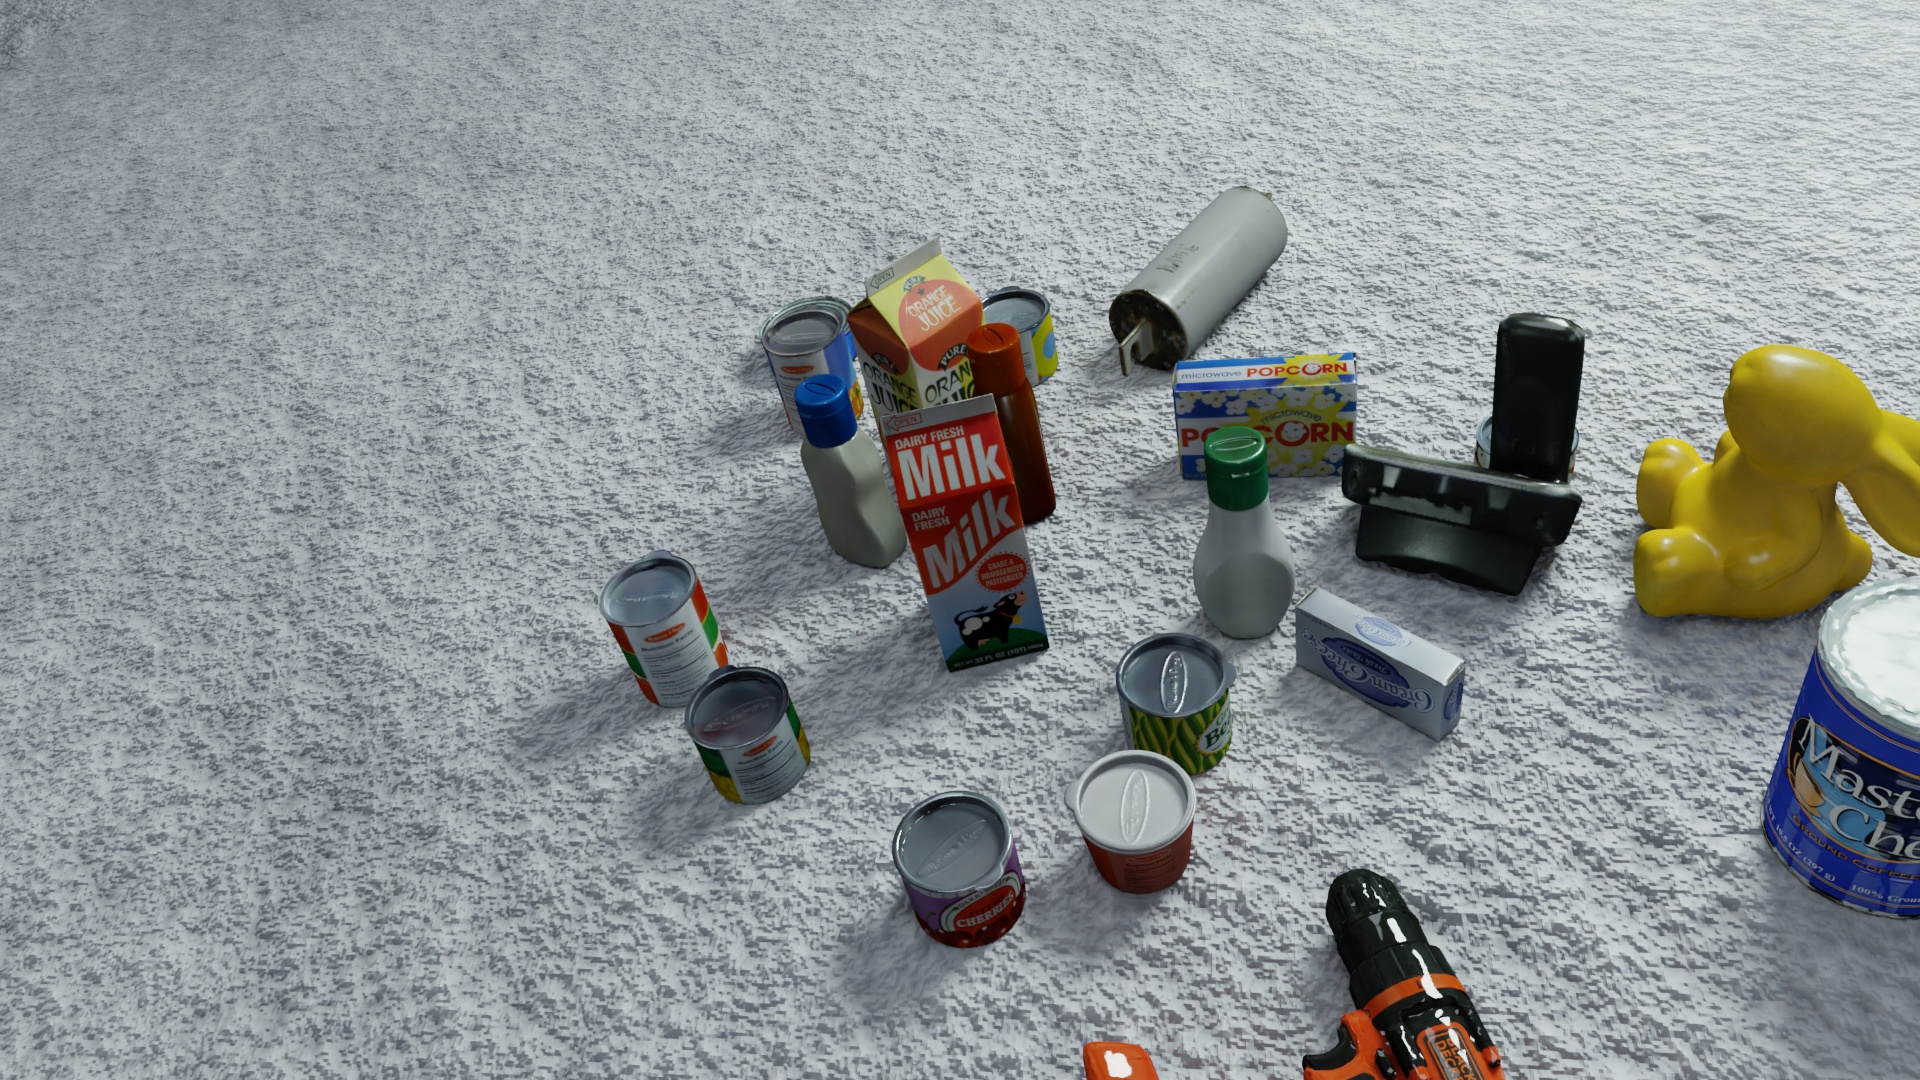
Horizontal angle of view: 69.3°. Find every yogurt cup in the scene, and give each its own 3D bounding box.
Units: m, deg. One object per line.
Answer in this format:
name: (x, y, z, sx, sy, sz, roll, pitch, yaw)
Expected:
yogurt cup: (0.099, 0.159, 0.774, 0.072, 0.053, 0.073, -7, 42, 7)

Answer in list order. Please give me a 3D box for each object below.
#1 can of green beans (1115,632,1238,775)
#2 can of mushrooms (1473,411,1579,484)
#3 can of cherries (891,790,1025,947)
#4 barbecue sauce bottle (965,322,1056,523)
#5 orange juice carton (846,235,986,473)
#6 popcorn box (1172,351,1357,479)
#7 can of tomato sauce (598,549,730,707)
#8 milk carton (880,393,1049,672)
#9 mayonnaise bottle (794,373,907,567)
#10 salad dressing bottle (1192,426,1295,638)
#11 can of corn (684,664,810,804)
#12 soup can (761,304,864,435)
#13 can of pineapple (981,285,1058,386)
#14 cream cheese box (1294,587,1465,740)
can of green beans: (0.129, 0.098, 0.831, 0.071, 0.057, 0.071, -7, 42, 7)
can of mushrooms: (0.390, -0.063, 0.958, 0.071, 0.033, 0.071, -7, 42, 7)
can of cherries: (0.001, 0.184, 0.769, 0.071, 0.058, 0.072, -7, 42, 7)
barbecue sauce bottle: (0.034, -0.084, 0.988, 0.044, 0.147, 0.065, -24, 43, -12)
orange juice carton: (-0.023, -0.125, 1.015, 0.072, 0.191, 0.073, -37, 46, -24)
popcorn box: (0.218, -0.088, 0.991, 0.127, 0.084, 0.038, -2, 43, 13)
can of tomato sauce: (-0.198, 0.060, 0.939, 0.071, 0.082, 0.071, -7, 42, 7)
milk carton: (0.003, -0.011, 0.884, 0.072, 0.189, 0.074, -13, 42, 1)
mayonnaise bottle: (-0.081, -0.048, 0.979, 0.065, 0.147, 0.041, 21, 52, 33)
salad dressing bottle: (0.175, -0.004, 0.863, 0.064, 0.147, 0.044, -8, 42, 6)
can of corn: (-0.134, 0.121, 0.874, 0.071, 0.058, 0.071, -7, 42, 7)
soup can: (-0.119, -0.139, 1.137, 0.071, 0.083, 0.072, -7, 42, 7)
can of pineapple: (0.045, -0.167, 1.144, 0.071, 0.057, 0.071, -7, 42, 7)
cream cheese box: (0.249, 0.073, 0.830, 0.024, 0.053, 0.104, -38, 47, -25)
